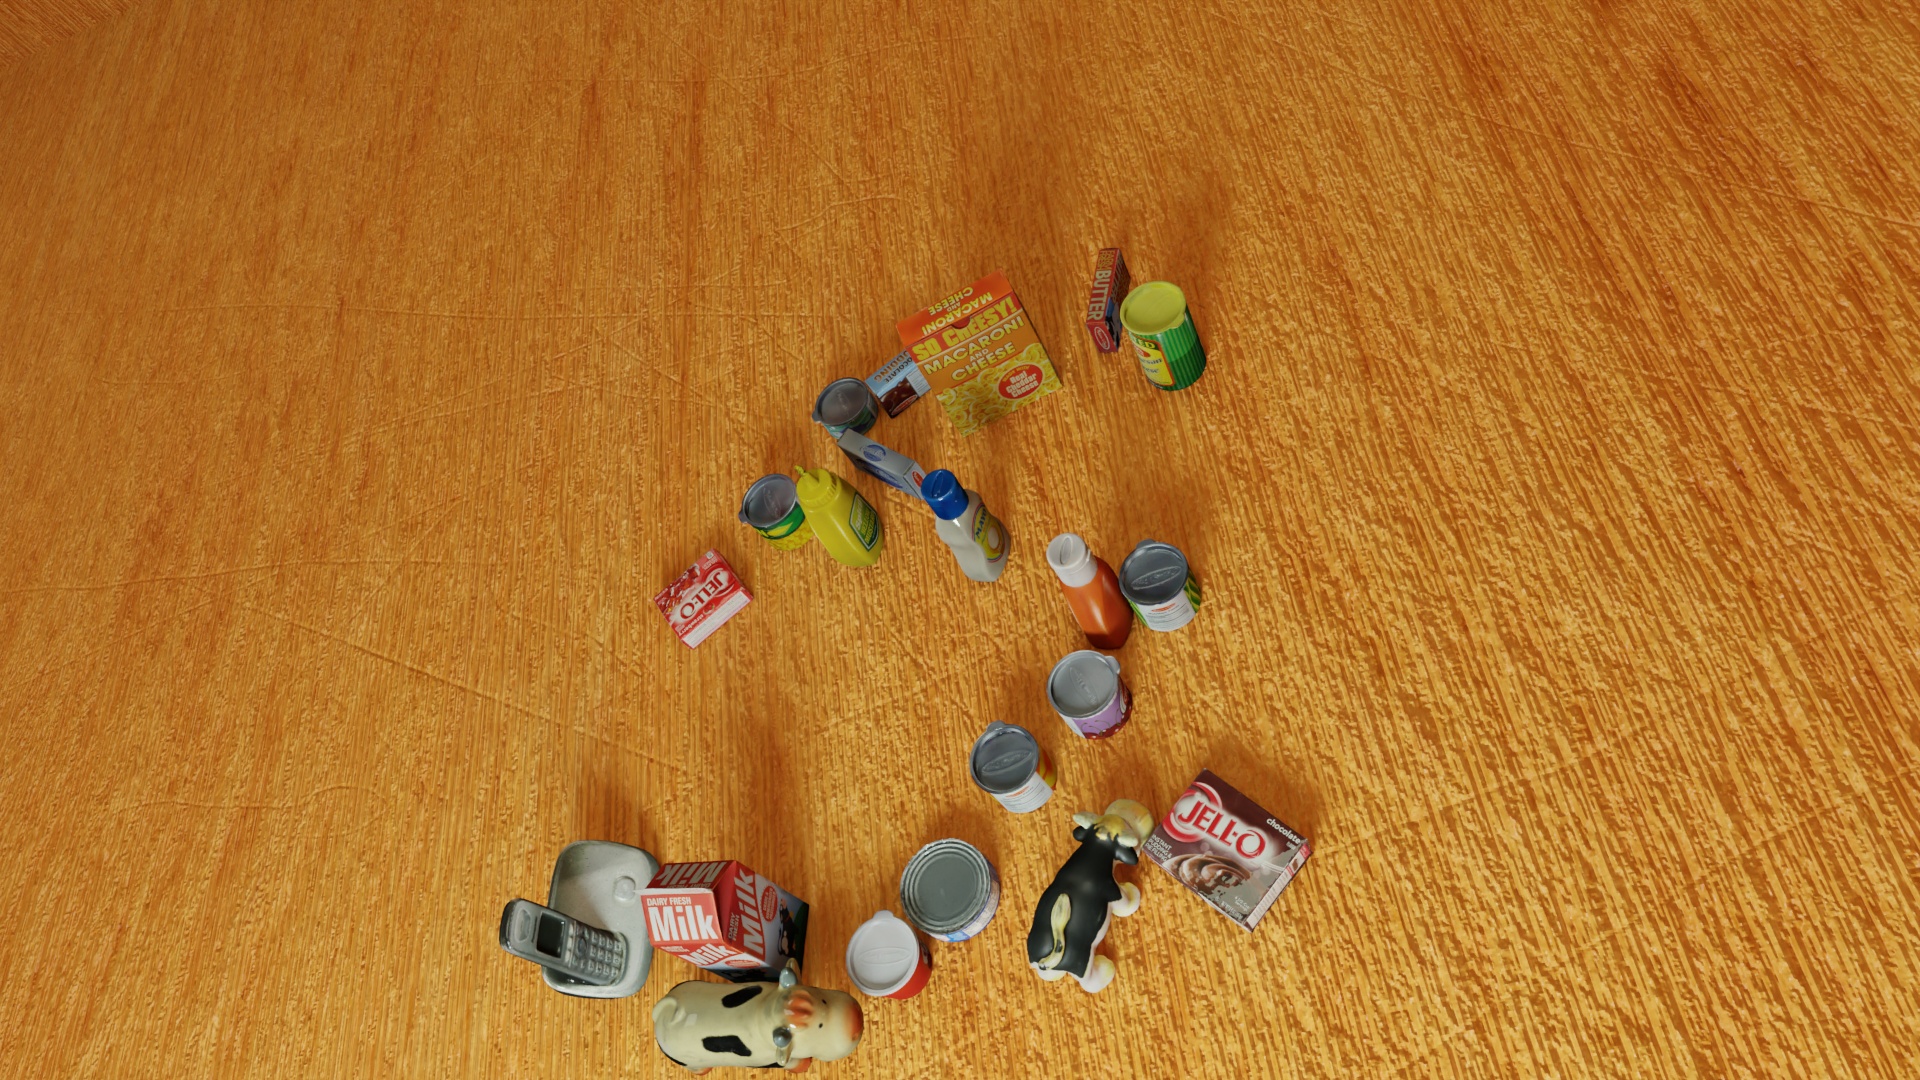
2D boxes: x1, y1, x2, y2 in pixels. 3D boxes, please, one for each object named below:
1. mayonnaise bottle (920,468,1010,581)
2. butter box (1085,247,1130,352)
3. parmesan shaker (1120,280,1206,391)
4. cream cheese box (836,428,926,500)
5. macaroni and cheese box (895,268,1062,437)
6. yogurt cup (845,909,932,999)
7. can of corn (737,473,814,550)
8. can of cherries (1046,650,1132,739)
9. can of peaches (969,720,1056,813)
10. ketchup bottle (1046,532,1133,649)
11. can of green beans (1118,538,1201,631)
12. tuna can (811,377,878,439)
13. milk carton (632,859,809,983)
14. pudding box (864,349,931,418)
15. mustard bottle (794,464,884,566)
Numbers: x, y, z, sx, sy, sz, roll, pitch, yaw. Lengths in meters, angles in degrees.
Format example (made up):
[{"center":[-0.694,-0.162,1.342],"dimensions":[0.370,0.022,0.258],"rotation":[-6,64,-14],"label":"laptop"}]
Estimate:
[{"center":[0.005,-0.017,1.357],"dimensions":[0.041,0.147,0.065],"rotation":[4,63,26],"label":"mayonnaise bottle"},{"center":[0.159,-0.259,1.494],"dimensions":[0.024,0.053,0.104],"rotation":[0,61,24],"label":"butter box"},{"center":[0.209,-0.204,1.408],"dimensions":[0.071,0.102,0.071],"rotation":[-11,58,18],"label":"parmesan shaker"},{"center":[-0.081,-0.082,1.492],"dimensions":[0.104,0.053,0.024],"rotation":[27,75,33],"label":"cream cheese box"},{"center":[0.023,-0.191,1.442],"dimensions":[0.123,0.166,0.040],"rotation":[-27,54,7],"label":"macaroni and cheese box"},{"center":[-0.059,0.367,1.212],"dimensions":[0.072,0.053,0.073],"rotation":[-11,58,18],"label":"yogurt cup"},{"center":[-0.197,-0.029,1.507],"dimensions":[0.071,0.058,0.071],"rotation":[-11,58,18],"label":"can of corn"},{"center":[0.121,0.141,1.267],"dimensions":[0.071,0.058,0.072],"rotation":[-11,58,18],"label":"can of cherries"},{"center":[0.048,0.205,1.260],"dimensions":[0.071,0.058,0.071],"rotation":[-11,58,18],"label":"can of peaches"},{"center":[0.119,0.043,1.271],"dimensions":[0.043,0.148,0.065],"rotation":[-1,61,23],"label":"ketchup bottle"},{"center":[0.187,0.044,1.297],"dimensions":[0.071,0.057,0.071],"rotation":[-11,58,18],"label":"can of green beans"},{"center":[-0.130,-0.147,1.564],"dimensions":[0.071,0.032,0.071],"rotation":[-11,57,18],"label":"tuna can"},{"center":[-0.207,0.330,1.214],"dimensions":[0.072,0.190,0.074],"rotation":[-8,59,20],"label":"milk carton"},{"center":[-0.060,-0.181,1.544],"dimensions":[0.084,0.049,0.030],"rotation":[-39,54,-2],"label":"pudding box"},{"center":[-0.128,-0.031,1.416],"dimensions":[0.049,0.159,0.065],"rotation":[-4,60,22],"label":"mustard bottle"}]
